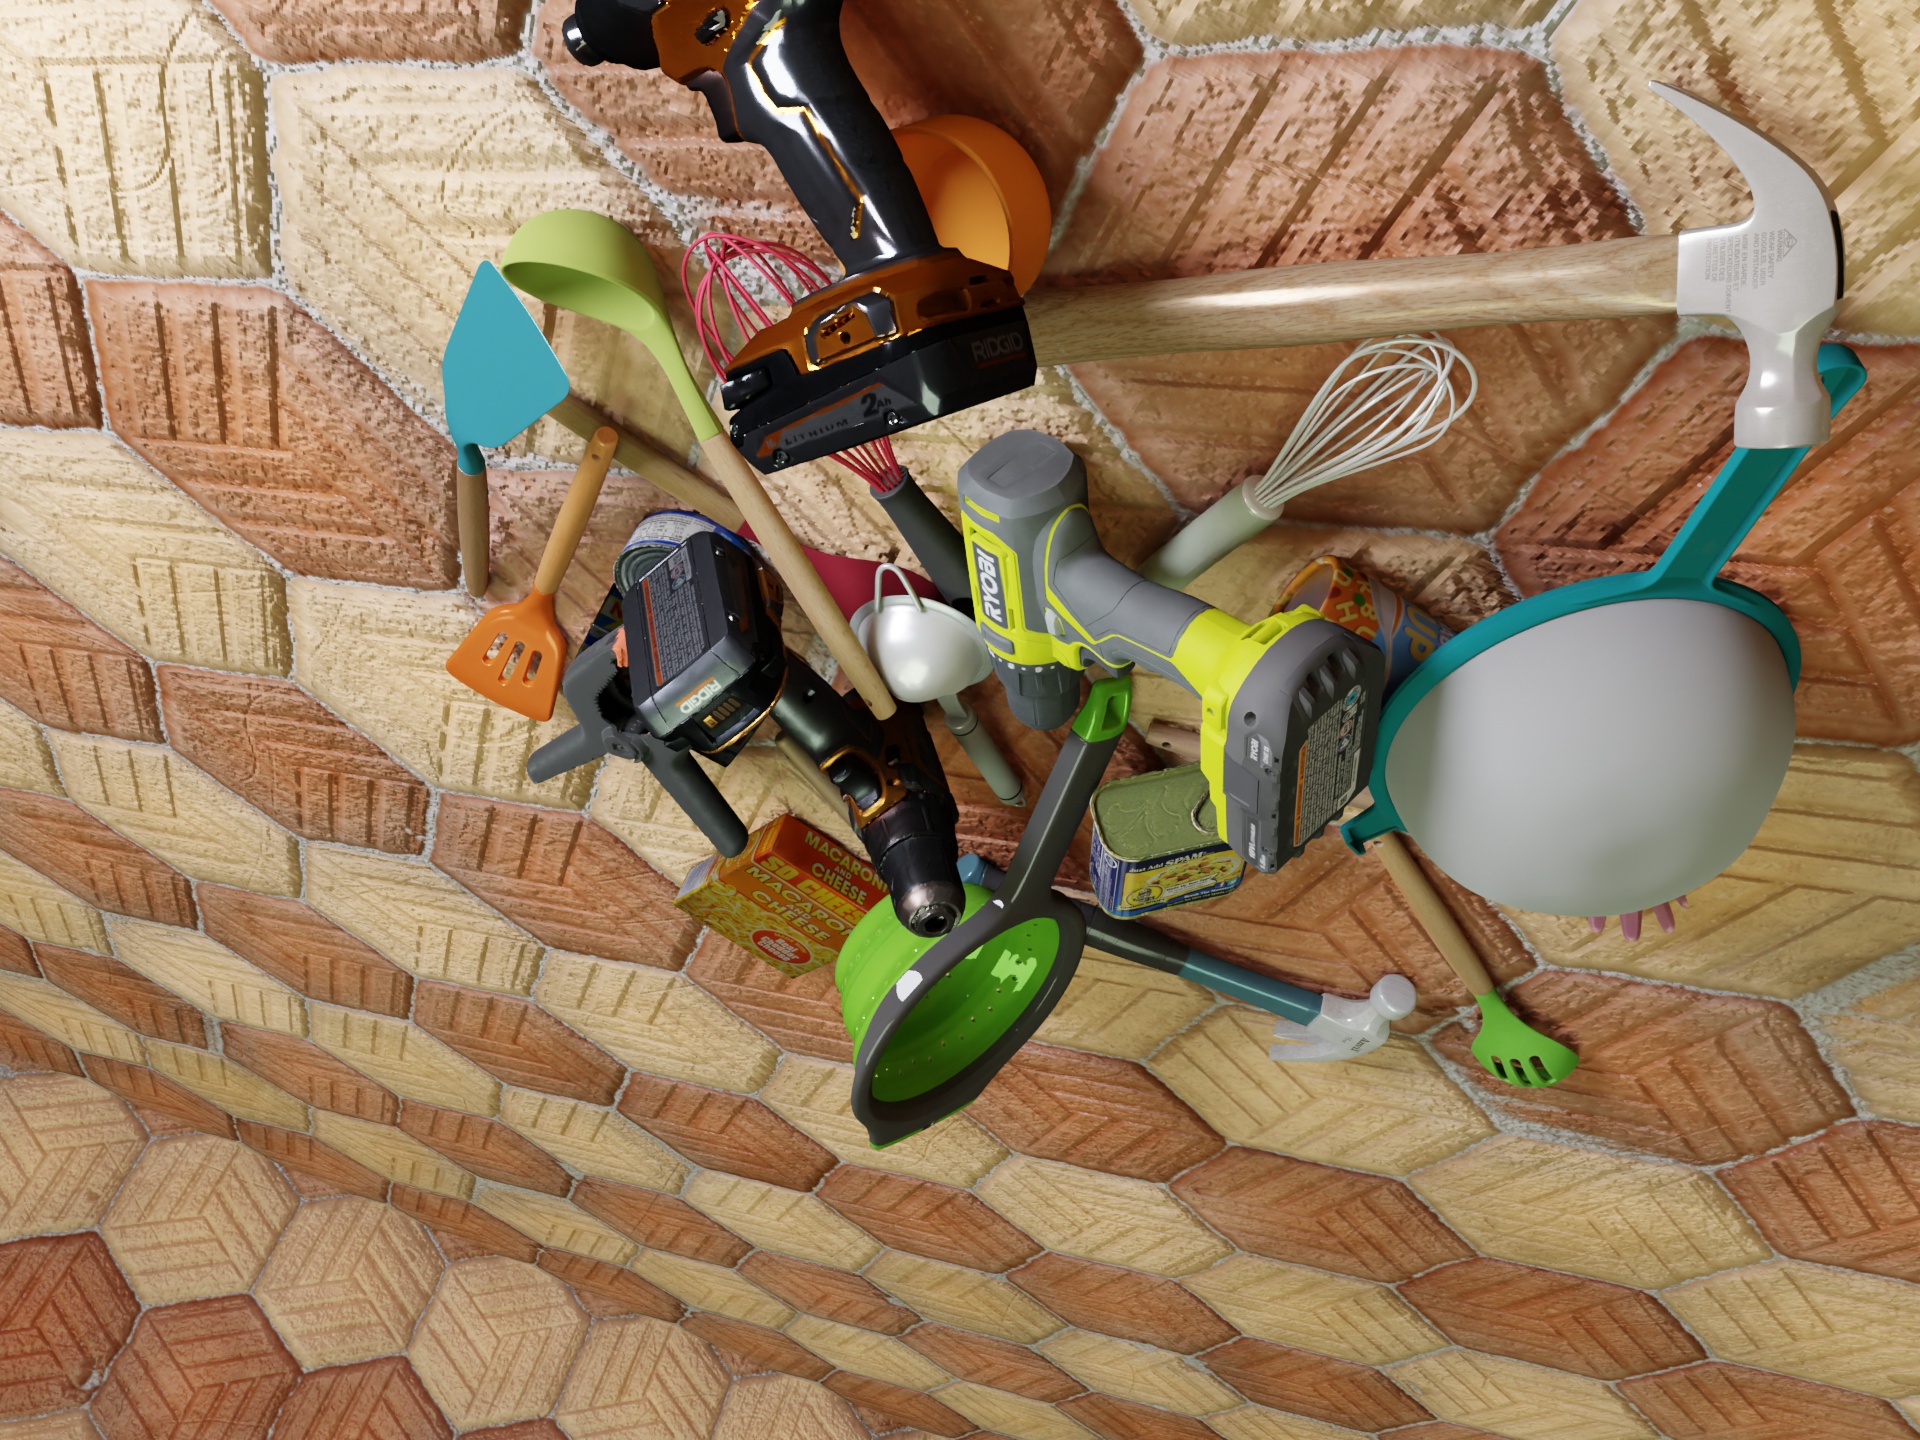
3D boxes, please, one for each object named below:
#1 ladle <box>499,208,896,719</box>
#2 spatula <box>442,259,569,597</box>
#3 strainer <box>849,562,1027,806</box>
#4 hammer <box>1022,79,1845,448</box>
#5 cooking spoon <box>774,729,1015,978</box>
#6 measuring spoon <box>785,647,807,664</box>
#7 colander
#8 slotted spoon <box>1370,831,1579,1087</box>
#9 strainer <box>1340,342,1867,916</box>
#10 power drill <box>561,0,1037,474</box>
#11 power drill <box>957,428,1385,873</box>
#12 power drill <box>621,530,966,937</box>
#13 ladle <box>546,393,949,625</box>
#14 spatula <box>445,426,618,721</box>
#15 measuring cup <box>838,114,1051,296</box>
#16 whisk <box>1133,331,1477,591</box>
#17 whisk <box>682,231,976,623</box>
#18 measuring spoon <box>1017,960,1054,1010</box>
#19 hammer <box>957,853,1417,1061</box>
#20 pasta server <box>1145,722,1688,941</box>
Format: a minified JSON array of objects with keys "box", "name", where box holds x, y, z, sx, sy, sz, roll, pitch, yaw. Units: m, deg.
[{"box":[-0.124,-0.119,0.825,0.078,0.062,0.320,7,135,52],"name":"ladle"},{"box":[-0.272,-0.140,0.920,0.082,0.044,0.317,55,157,6],"name":"spatula"},{"box":[-0.002,-0.003,0.961,0.087,0.050,0.258,1,152,23],"name":"strainer"},{"box":[0.167,-0.172,0.640,0.331,0.031,0.130,5,107,34],"name":"hammer"},{"box":[-0.036,0.113,1.170,0.318,0.017,0.069,50,168,-33],"name":"cooking spoon"},{"box":[-0.149,-0.055,1.014,0.117,0.011,0.021,28,145,-9],"name":"measuring spoon"},{"box":[0.007,0.111,1.045,0.095,0.204,0.396,43,128,30],"name":"colander"},{"box":[0.331,0.161,1.047,0.070,0.031,0.313,-10,133,37],"name":"slotted spoon"},{"box":[0.318,-0.007,0.714,0.211,0.095,0.340,1,142,-9],"name":"strainer"},{"box":[-0.072,-0.220,0.630,0.164,0.084,0.226,-11,102,37],"name":"power drill"},{"box":[0.094,-0.025,0.808,0.229,0.080,0.190,36,152,32],"name":"power drill"},{"box":[-0.082,0.016,0.904,0.084,0.186,0.226,-37,131,16],"name":"power drill"},{"box":[-0.145,-0.128,0.903,0.315,0.031,0.069,32,141,-12],"name":"ladle"},{"box":[-0.257,-0.088,0.988,0.081,0.041,0.322,29,149,-11],"name":"spatula"},{"box":[-0.024,-0.188,0.706,0.095,0.052,0.173,43,134,3],"name":"measuring cup"},{"box":[0.150,-0.110,0.758,0.059,0.058,0.246,23,151,-18],"name":"whisk"},{"box":[-0.046,-0.136,0.818,0.073,0.073,0.295,-4,144,32],"name":"whisk"},{"box":[0.058,0.205,1.252,0.034,0.018,0.124,7,144,19],"name":"measuring spoon"},{"box":[0.147,0.167,1.143,0.331,0.033,0.128,21,144,0],"name":"hammer"},{"box":[0.261,0.056,0.930,0.316,0.040,0.060,17,133,8],"name":"pasta server"}]
